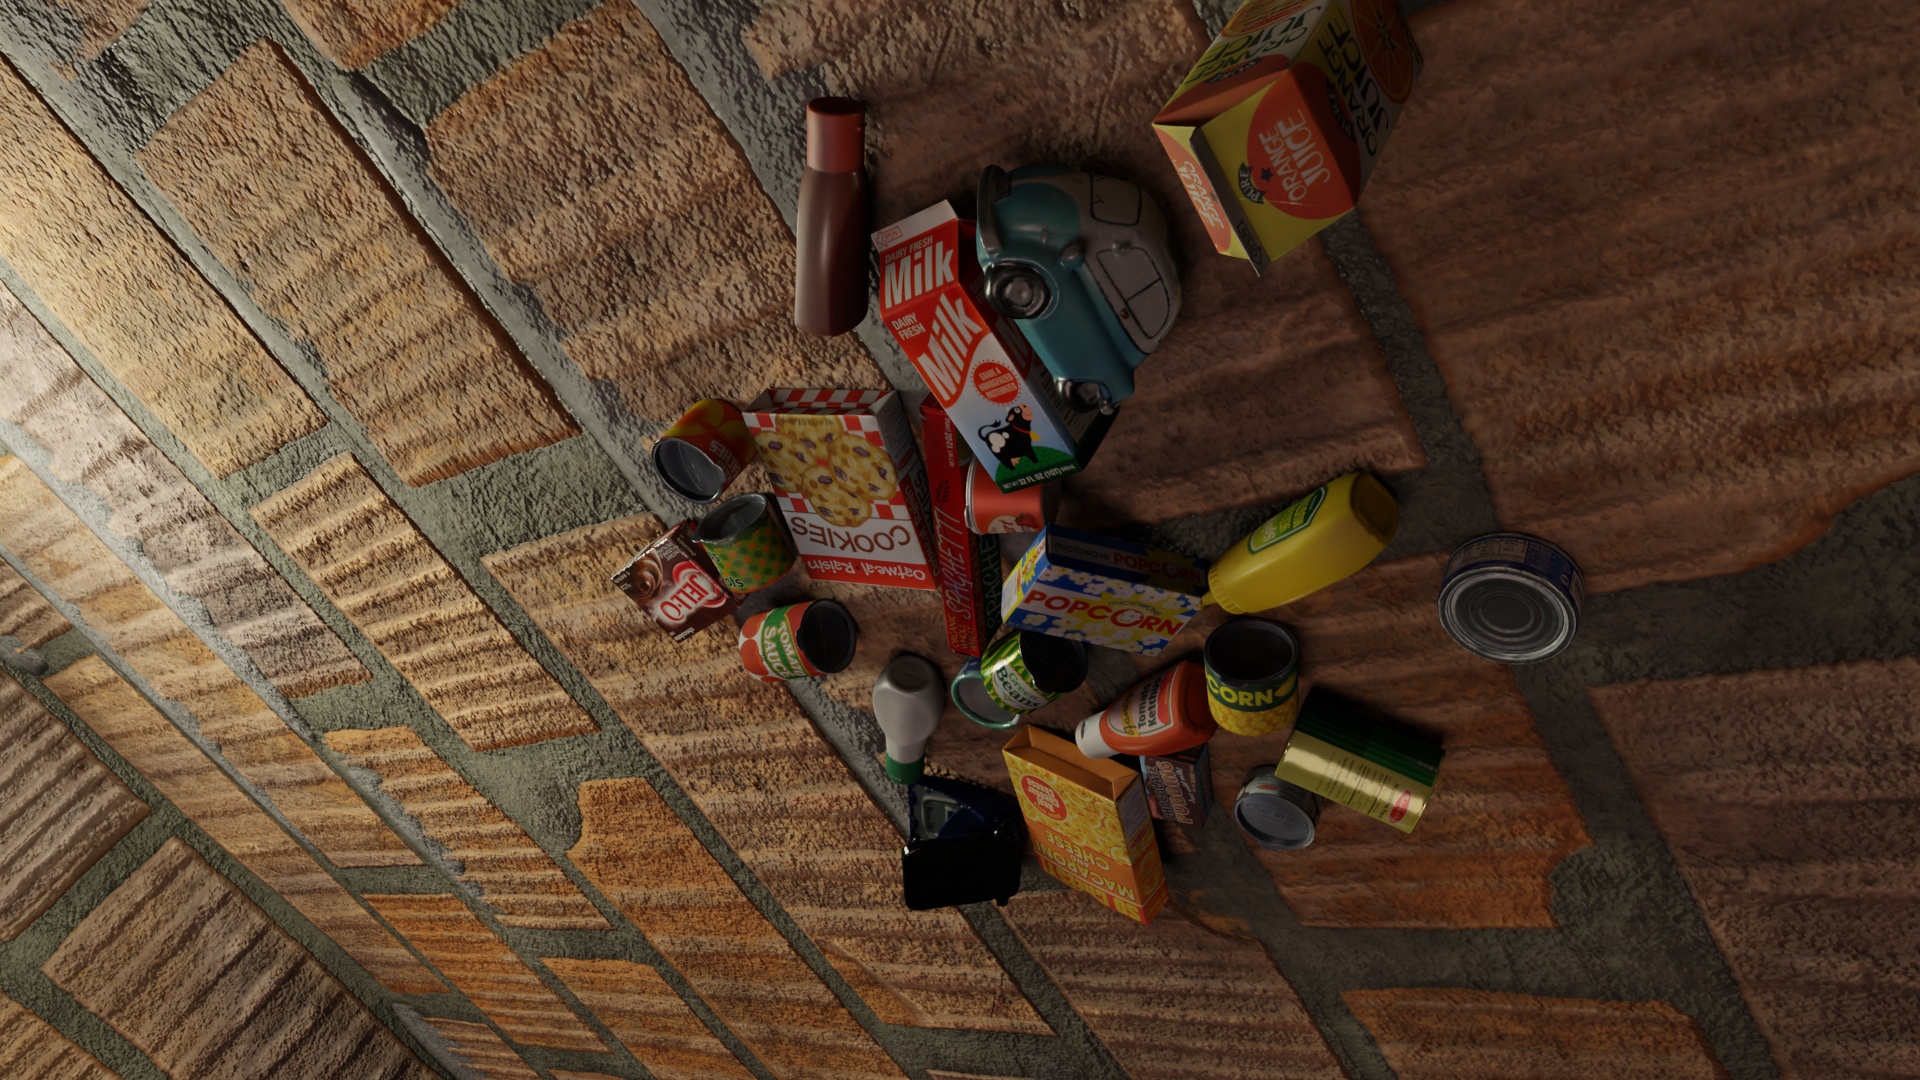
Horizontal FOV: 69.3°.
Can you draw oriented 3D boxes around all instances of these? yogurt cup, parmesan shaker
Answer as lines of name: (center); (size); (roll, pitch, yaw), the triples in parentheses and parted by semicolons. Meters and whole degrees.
yogurt cup: (0.040, -0.036, 0.990); (0.054, 0.073, 0.072); (5, 132, 18)
parmesan shaker: (0.291, 0.160, 1.015); (0.103, 0.072, 0.071); (23, 138, 14)

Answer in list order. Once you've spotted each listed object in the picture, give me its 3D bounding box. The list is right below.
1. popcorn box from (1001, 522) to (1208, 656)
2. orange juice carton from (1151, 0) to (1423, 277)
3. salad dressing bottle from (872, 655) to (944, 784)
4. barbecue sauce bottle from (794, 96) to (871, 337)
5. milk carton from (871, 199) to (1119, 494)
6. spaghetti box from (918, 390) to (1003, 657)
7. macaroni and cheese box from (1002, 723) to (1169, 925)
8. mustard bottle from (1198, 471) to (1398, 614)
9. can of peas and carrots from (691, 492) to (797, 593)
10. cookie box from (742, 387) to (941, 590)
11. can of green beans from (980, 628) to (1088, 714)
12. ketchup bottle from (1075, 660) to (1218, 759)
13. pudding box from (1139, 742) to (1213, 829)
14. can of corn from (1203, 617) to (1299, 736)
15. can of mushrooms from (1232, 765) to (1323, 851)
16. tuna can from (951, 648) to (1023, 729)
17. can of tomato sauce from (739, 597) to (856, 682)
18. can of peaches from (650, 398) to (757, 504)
popcorn box: (0.103, 0.037, 1.000); (0.127, 0.038, 0.084); (13, 141, -16)
orange juice carton: (0.154, -0.203, 0.659); (0.073, 0.194, 0.071); (-11, 123, 40)
salad dressing bottle: (-0.048, 0.165, 1.253); (0.064, 0.044, 0.146); (20, 138, 13)
barbecue sauce bottle: (-0.082, -0.211, 0.905); (0.044, 0.065, 0.147); (17, 127, 15)
milk carton: (0.018, -0.131, 0.905); (0.072, 0.074, 0.190); (-15, 120, 41)
spaghetti box: (0.004, -0.013, 1.044); (0.029, 0.050, 0.248); (15, 136, 22)
macaroni and cheese box: (0.110, 0.249, 1.211); (0.124, 0.040, 0.165); (19, 139, 39)
mustard bottle: (0.212, 0.013, 0.917); (0.049, 0.066, 0.159); (46, 132, -9)
can of peas and carrots: (-0.180, 0.004, 1.162); (0.071, 0.071, 0.058); (-3, 128, 34)
cookie box: (-0.084, -0.039, 1.084); (0.123, 0.040, 0.166); (4, 130, 30)
can of green beans: (0.058, 0.099, 1.103); (0.071, 0.071, 0.057); (42, 138, -9)
ketchup bottle: (0.145, 0.142, 1.095); (0.043, 0.065, 0.148); (22, 152, -21)
pudding box: (0.178, 0.197, 1.147); (0.049, 0.030, 0.083); (10, 133, 27)
can of corn: (0.210, 0.101, 1.005); (0.071, 0.071, 0.058); (10, 134, 25)
can of mushrooms: (0.255, 0.216, 1.114); (0.071, 0.034, 0.070); (17, 136, 17)
tuna can: (0.025, 0.126, 1.175); (0.071, 0.033, 0.070); (17, 136, 18)
can of tomato sauce: (-0.145, 0.090, 1.221); (0.083, 0.071, 0.071); (-12, 121, 40)
can of peaches: (-0.202, -0.071, 1.114); (0.071, 0.058, 0.070); (17, 135, 18)
